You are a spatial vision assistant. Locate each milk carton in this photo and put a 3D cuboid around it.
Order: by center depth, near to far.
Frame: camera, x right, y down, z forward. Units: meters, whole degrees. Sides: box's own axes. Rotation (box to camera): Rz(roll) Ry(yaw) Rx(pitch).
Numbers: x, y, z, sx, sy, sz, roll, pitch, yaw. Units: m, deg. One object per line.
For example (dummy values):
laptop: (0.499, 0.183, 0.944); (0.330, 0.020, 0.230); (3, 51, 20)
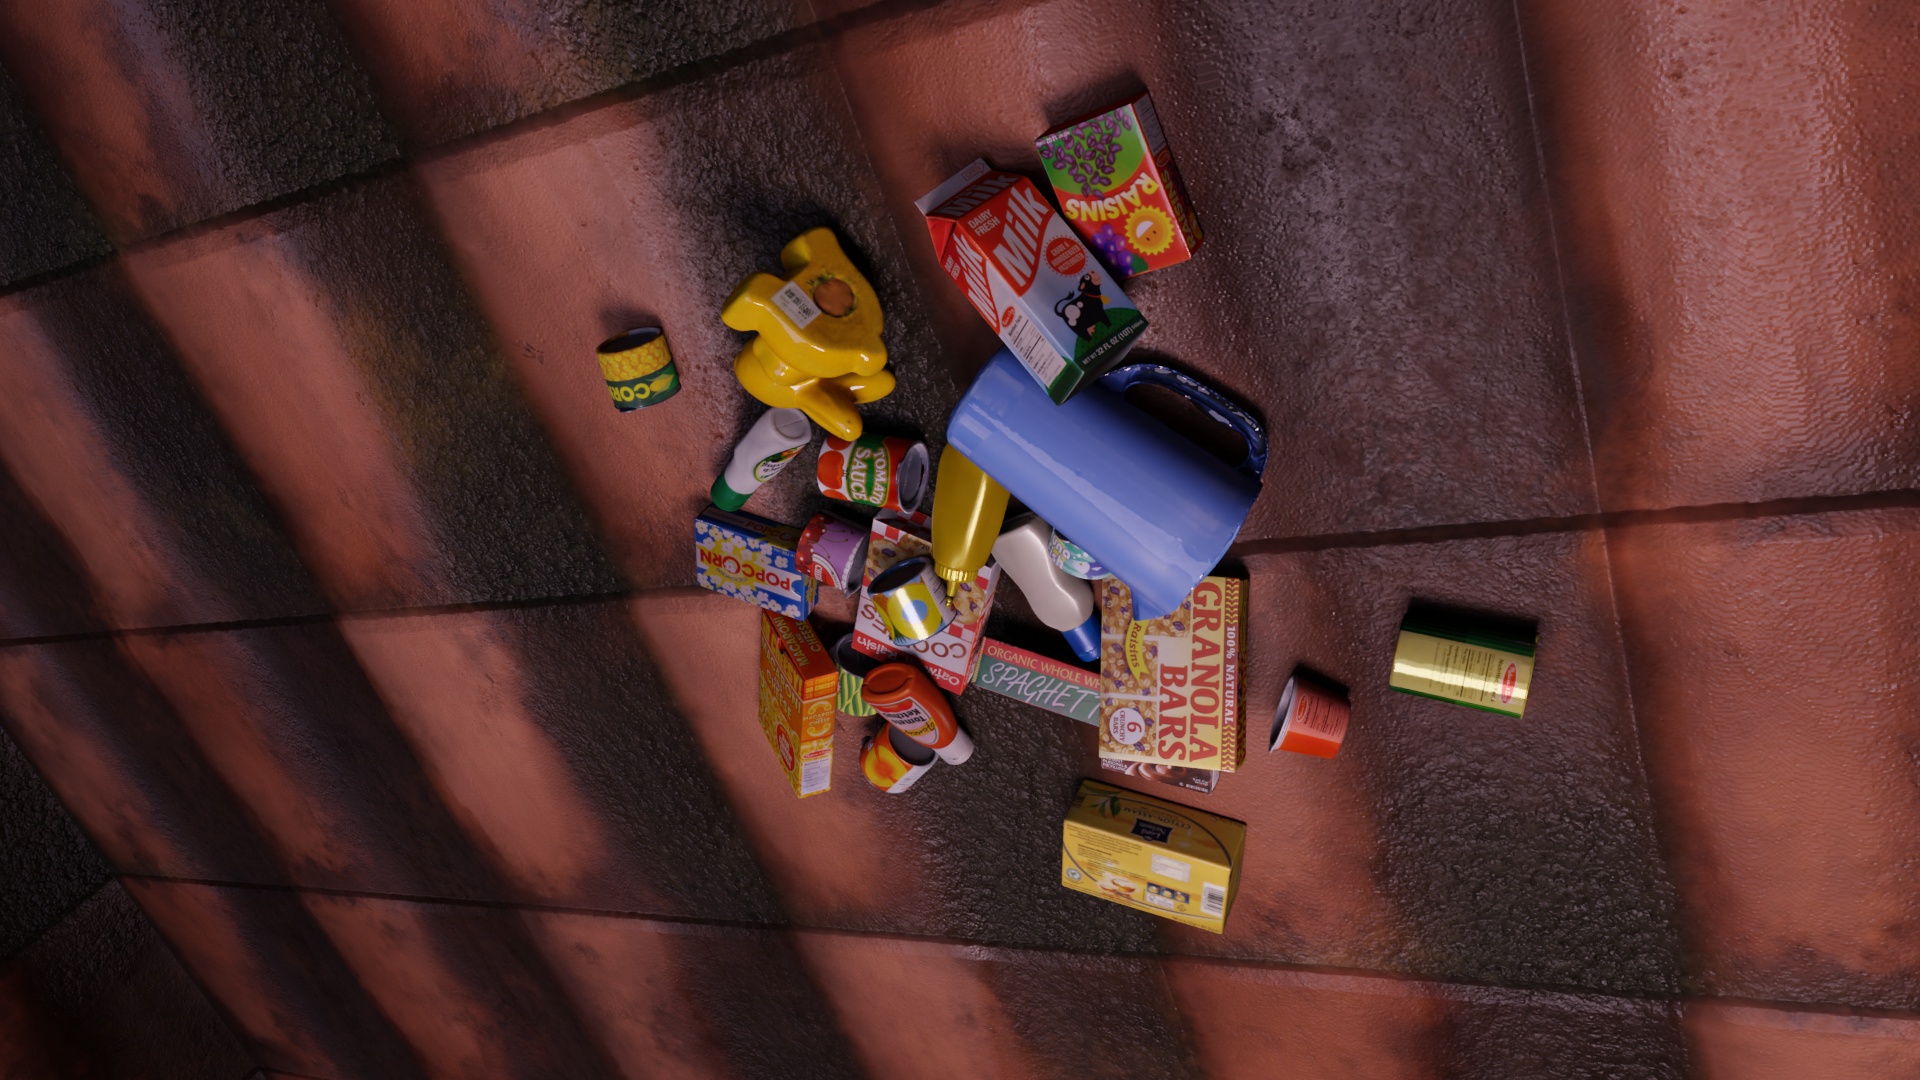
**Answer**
milk carton: (0.050, -0.205, 1.065); (0.190, 0.072, 0.073); (50, 161, 5)

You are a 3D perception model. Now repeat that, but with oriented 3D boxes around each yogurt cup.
yogurt cup: (0.306, 0.157, 1.212); (0.054, 0.073, 0.072); (17, 128, 6)

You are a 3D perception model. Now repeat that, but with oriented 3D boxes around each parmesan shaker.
parmesan shaker: (0.405, 0.097, 1.120); (0.103, 0.072, 0.071); (12, 126, 21)

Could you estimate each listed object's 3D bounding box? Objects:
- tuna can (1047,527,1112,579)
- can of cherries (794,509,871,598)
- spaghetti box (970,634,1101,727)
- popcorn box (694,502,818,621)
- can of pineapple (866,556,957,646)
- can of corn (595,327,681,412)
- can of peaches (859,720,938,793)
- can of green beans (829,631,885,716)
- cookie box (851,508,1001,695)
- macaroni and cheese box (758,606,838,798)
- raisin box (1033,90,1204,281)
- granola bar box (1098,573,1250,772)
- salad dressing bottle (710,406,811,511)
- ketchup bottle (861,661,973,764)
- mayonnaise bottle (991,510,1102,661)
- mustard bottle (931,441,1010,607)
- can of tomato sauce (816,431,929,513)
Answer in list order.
tuna can: (0.108, 0.001, 1.204); (0.071, 0.071, 0.032); (25, 130, 11)
can of cherries: (-0.119, 0.012, 1.329); (0.058, 0.072, 0.071); (23, 129, 12)
spaghetti box: (0.131, 0.144, 1.273); (0.250, 0.029, 0.050); (16, 97, 22)
popcorn box: (-0.205, 0.021, 1.401); (0.127, 0.038, 0.084); (18, 126, 16)
can of pineapple: (-0.046, 0.056, 1.270); (0.071, 0.071, 0.057); (-15, 111, 34)
can of corn: (-0.305, -0.161, 1.308); (0.071, 0.071, 0.058); (1, 121, 27)
can of peaches: (-0.065, 0.219, 1.443); (0.071, 0.071, 0.057); (41, 130, -3)
can of green beans: (-0.100, 0.135, 1.405); (0.071, 0.071, 0.057); (26, 130, 10)
cookie box: (-0.034, 0.058, 1.336); (0.123, 0.040, 0.166); (23, 129, 12)
macaroni and cheese box: (-0.170, 0.163, 1.433); (0.124, 0.040, 0.165); (52, 145, 44)
raisin box: (0.120, -0.262, 1.043); (0.086, 0.040, 0.123); (-13, 113, 33)
granola bar box: (0.186, 0.111, 1.210); (0.124, 0.039, 0.165); (2, 93, 25)
salad dressing bottle: (-0.193, -0.076, 1.318); (0.044, 0.064, 0.147); (58, 139, 7)
ketchup bottle: (-0.036, 0.174, 1.380); (0.064, 0.044, 0.148); (-11, 141, 27)
mayonnaise bottle: (0.086, 0.043, 1.264); (0.064, 0.041, 0.148); (-19, 112, 43)
mustard bottle: (0.004, -0.015, 1.231); (0.065, 0.049, 0.159); (28, 114, 39)
can of tomato sauce: (-0.080, -0.064, 1.258); (0.083, 0.071, 0.070); (11, 126, 21)
